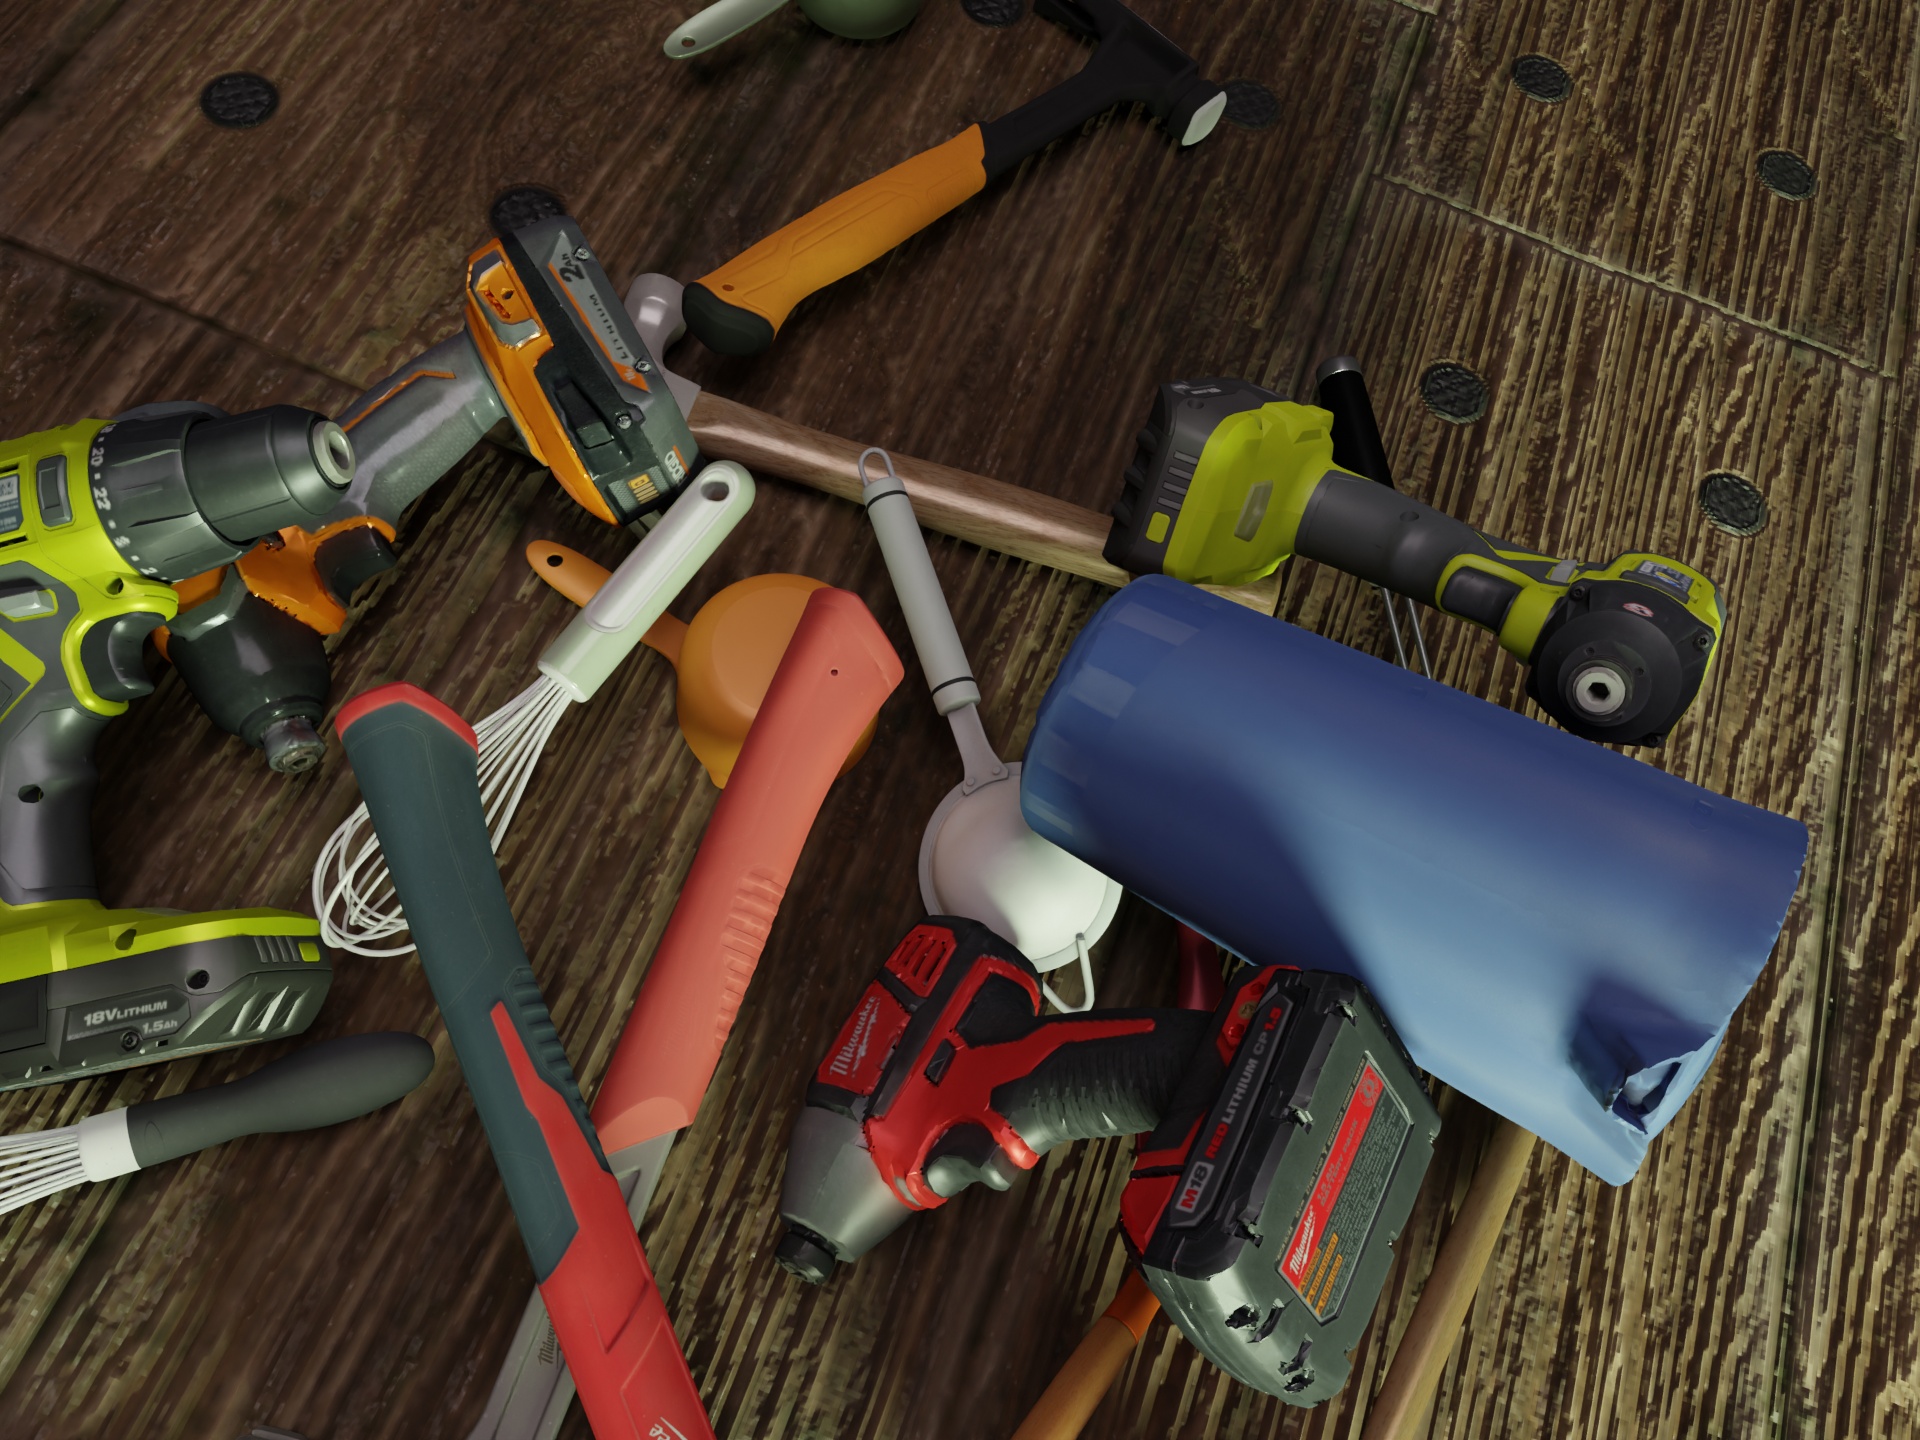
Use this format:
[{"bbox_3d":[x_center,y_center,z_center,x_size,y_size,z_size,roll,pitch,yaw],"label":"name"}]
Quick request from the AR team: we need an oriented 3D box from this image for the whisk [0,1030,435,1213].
[{"bbox_3d":[-0.326,0.156,0.543,0.284,0.070,0.070,-13,68,-21],"label":"whisk"}]

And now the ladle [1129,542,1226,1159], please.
[{"bbox_3d":[0.092,0.056,0.659,0.069,0.031,0.316,-3,71,-7],"label":"ladle"}]

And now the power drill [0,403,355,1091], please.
[{"bbox_3d":[-0.294,0.004,0.558,0.190,0.080,0.228,-13,80,7],"label":"power drill"}]

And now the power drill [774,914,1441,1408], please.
[{"bbox_3d":[0.032,0.141,0.535,0.078,0.220,0.143,53,55,-31],"label":"power drill"}]

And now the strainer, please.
[{"bbox_3d":[-0.001,-0.002,0.655,0.087,0.050,0.259,-24,72,15],"label":"strainer"}]

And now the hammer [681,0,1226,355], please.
[{"bbox_3d":[-0.011,-0.277,0.789,0.127,0.034,0.337,43,60,10],"label":"hammer"}]

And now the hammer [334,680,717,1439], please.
[{"bbox_3d":[-0.132,0.164,0.495,0.143,0.038,0.386,-10,68,-47],"label":"hammer"}]

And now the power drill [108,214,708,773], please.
[{"bbox_3d":[-0.223,-0.089,0.644,0.226,0.084,0.164,-28,73,-5],"label":"power drill"}]

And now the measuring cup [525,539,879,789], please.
[{"bbox_3d":[-0.111,-0.040,0.669,0.173,0.052,0.095,31,64,3],"label":"measuring cup"}]

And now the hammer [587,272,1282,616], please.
[{"bbox_3d":[-0.014,-0.101,0.727,0.331,0.031,0.130,17,63,-1],"label":"hammer"}]

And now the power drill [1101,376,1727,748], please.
[{"bbox_3d":[0.178,-0.060,0.620,0.223,0.080,0.171,26,22,21],"label":"power drill"}]

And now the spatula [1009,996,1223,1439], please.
[{"bbox_3d":[0.042,0.217,0.527,0.081,0.041,0.323,38,48,12],"label":"spatula"}]

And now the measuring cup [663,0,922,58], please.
[{"bbox_3d":[-0.088,-0.377,0.841,0.167,0.038,0.083,-38,76,-21],"label":"measuring cup"}]

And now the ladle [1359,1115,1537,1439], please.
[{"bbox_3d":[0.164,0.262,0.575,0.078,0.062,0.320,49,59,-21],"label":"ladle"}]

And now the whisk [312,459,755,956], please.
[{"bbox_3d":[-0.162,-0.010,0.624,0.058,0.059,0.246,34,75,12],"label":"whisk"}]

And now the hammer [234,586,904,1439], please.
[{"bbox_3d":[-0.113,0.113,0.576,0.149,0.036,0.359,20,74,0],"label":"hammer"}]

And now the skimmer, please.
[{"bbox_3d":[0.214,-0.025,0.696,0.127,0.090,0.364,-3,66,-9],"label":"skimmer"}]
